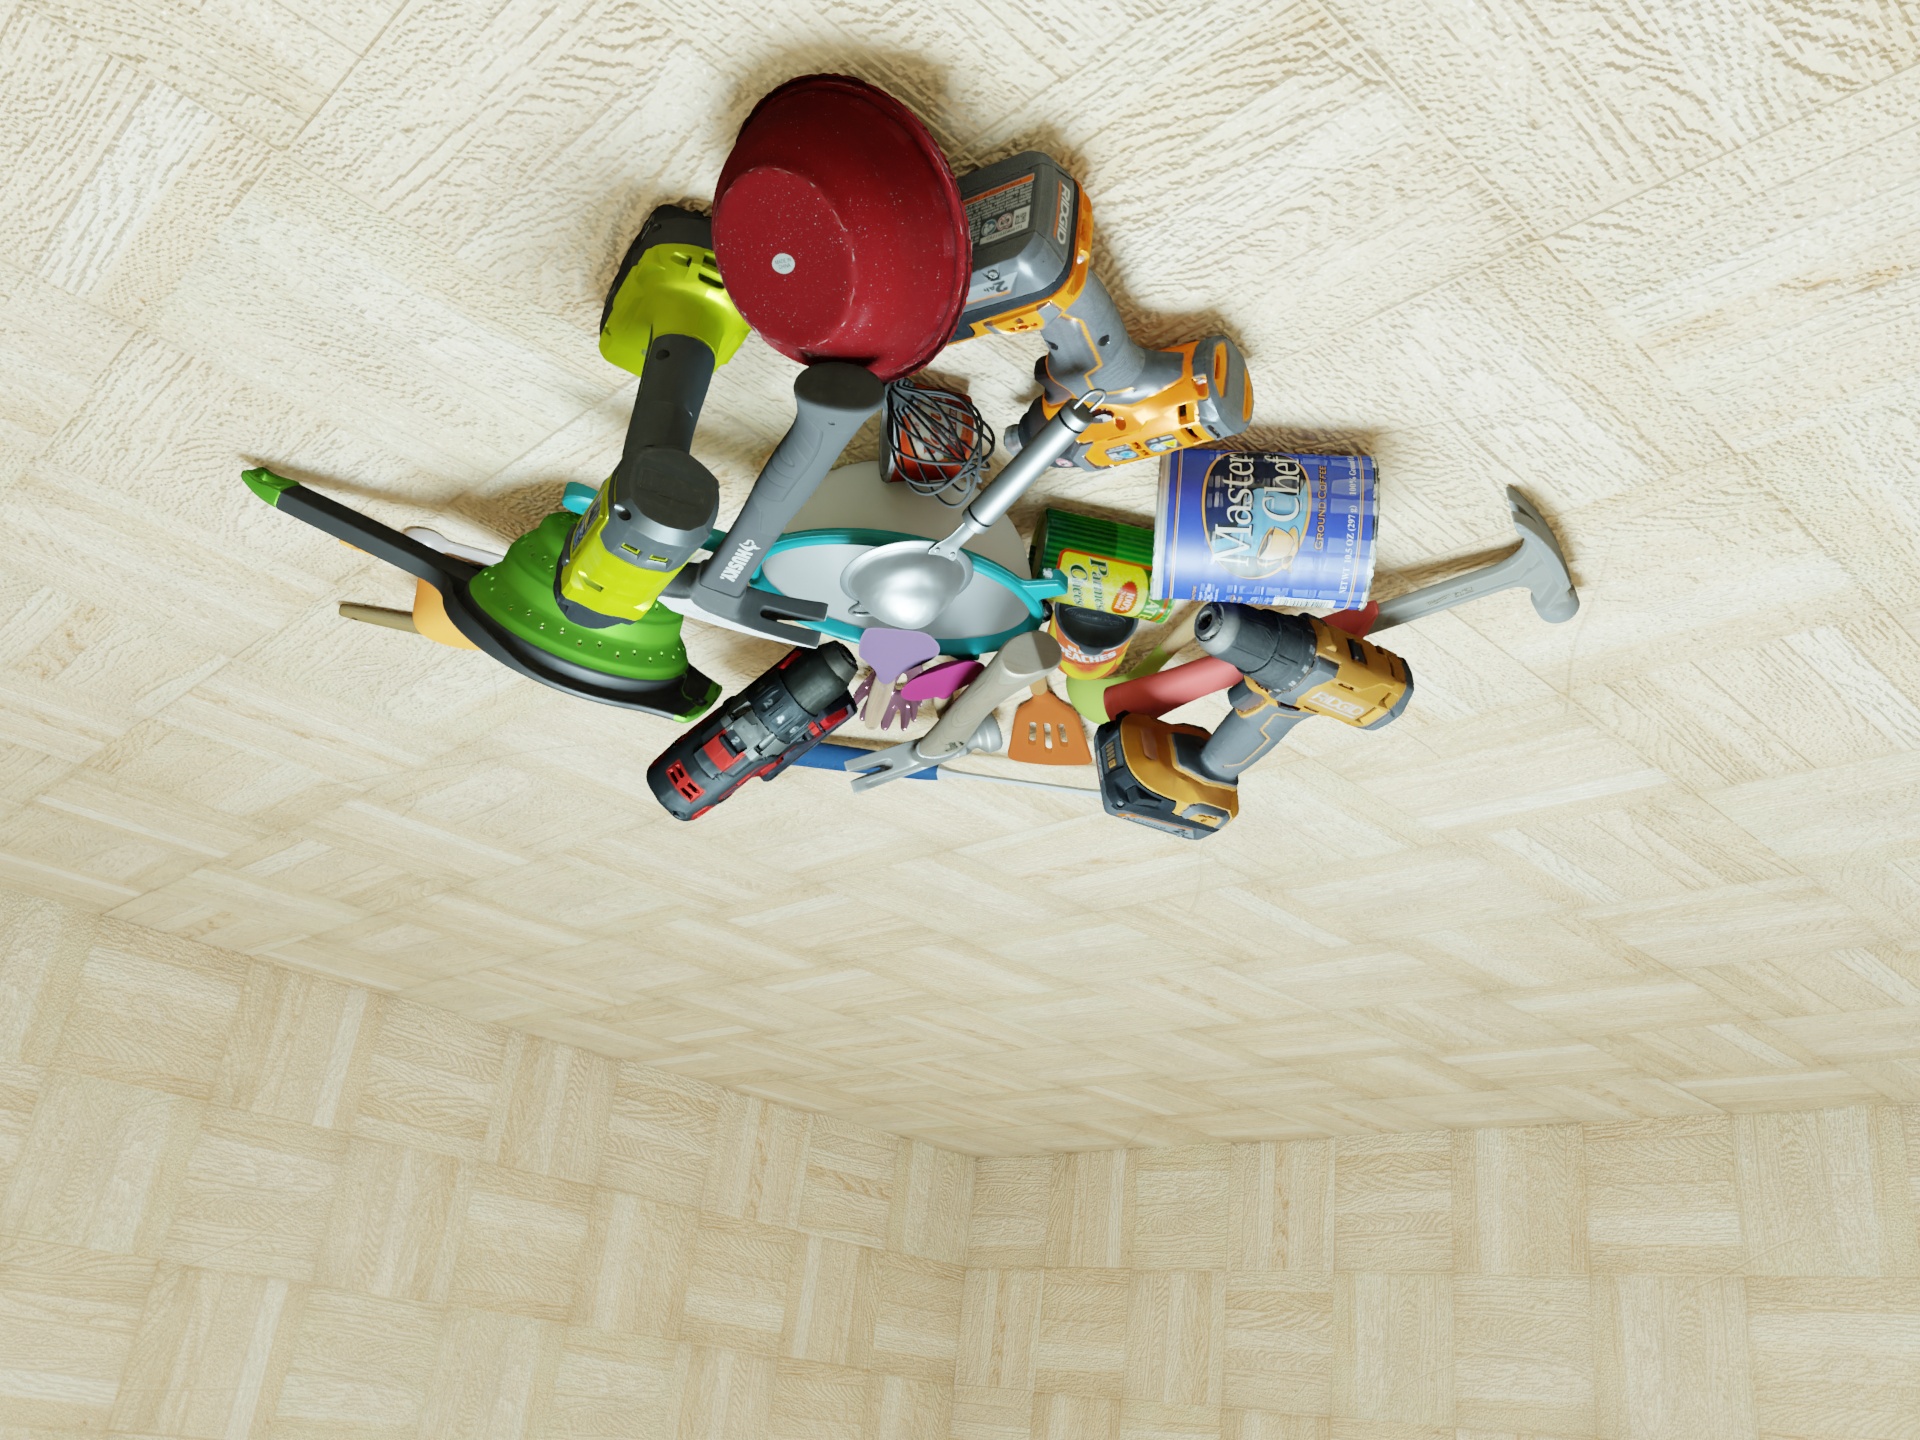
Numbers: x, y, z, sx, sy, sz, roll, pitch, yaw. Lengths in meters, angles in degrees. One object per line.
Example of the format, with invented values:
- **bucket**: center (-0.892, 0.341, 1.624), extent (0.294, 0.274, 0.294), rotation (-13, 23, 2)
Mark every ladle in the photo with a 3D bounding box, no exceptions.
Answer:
- **ladle**: center (-0.405, -0.068, 1.446), extent (0.315, 0.031, 0.069), rotation (12, 153, -5)
- **ladle**: center (0.178, -0.080, 1.256), extent (0.078, 0.062, 0.320), rotation (18, 147, -18)

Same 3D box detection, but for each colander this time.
- **colander**: center (-0.354, -0.132, 1.213), extent (0.397, 0.094, 0.204), rotation (26, -164, -1)

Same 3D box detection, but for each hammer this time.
- **hammer**: center (-0.009, 0.053, 1.563), extent (0.405, 0.035, 0.144), rotation (8, 175, 8)
- **hammer**: center (-0.002, -0.004, 1.280), extent (0.146, 0.038, 0.410), rotation (-18, 173, -13)
- **hammer**: center (-0.112, -0.125, 0.966), extent (0.146, 0.035, 0.334), rotation (19, 158, -16)
- **hammer**: center (0.266, -0.066, 1.191), extent (0.359, 0.037, 0.149), rotation (-19, 147, 27)

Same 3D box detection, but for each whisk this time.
- **whisk**: center (-0.035, -0.181, 0.906), extent (0.055, 0.239, 0.055), rotation (-10, 122, -16)

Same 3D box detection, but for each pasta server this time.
- **pasta server**: center (-0.024, -0.071, 1.322), extent (0.060, 0.040, 0.316), rotation (24, 152, -9)

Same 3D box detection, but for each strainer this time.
- **strainer**: center (0.005, -0.118, 0.972), extent (0.086, 0.050, 0.258), rotation (12, 142, -35)
- **strainer**: center (-0.100, -0.141, 1.113), extent (0.340, 0.095, 0.211), rotation (15, 162, -16)

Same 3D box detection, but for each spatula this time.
- **spatula**: center (-0.059, -0.030, 1.276), extent (0.059, 0.018, 0.316), rotation (5, 167, -6)
- **spatula**: center (0.065, -0.028, 1.365), extent (0.081, 0.041, 0.322), rotation (3, 162, 10)

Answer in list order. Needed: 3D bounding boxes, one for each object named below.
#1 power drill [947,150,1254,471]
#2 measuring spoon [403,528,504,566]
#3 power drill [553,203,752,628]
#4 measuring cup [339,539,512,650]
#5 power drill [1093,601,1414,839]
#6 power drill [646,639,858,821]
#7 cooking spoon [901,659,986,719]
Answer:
- **power drill**: center (0.050, -0.219, 0.930), extent (0.164, 0.084, 0.226), rotation (-9, 154, 36)
- **measuring spoon**: center (-0.400, -0.130, 1.317), extent (0.124, 0.018, 0.034), rotation (17, 154, -22)
- **power drill**: center (-0.181, -0.168, 0.925), extent (0.080, 0.223, 0.171), rotation (19, 153, -24)
- **measuring cup**: center (-0.442, -0.101, 1.315), extent (0.095, 0.052, 0.173), rotation (-4, 165, 34)
- **power drill**: center (0.194, -0.005, 1.181), extent (0.185, 0.084, 0.226), rotation (18, 140, -32)
- **power drill**: center (-0.149, -0.007, 1.303), extent (0.188, 0.080, 0.227), rotation (-38, -178, 10)
- **cooking spoon**: center (-0.015, -0.022, 1.334), extent (0.069, 0.017, 0.319), rotation (-18, 174, -2)
